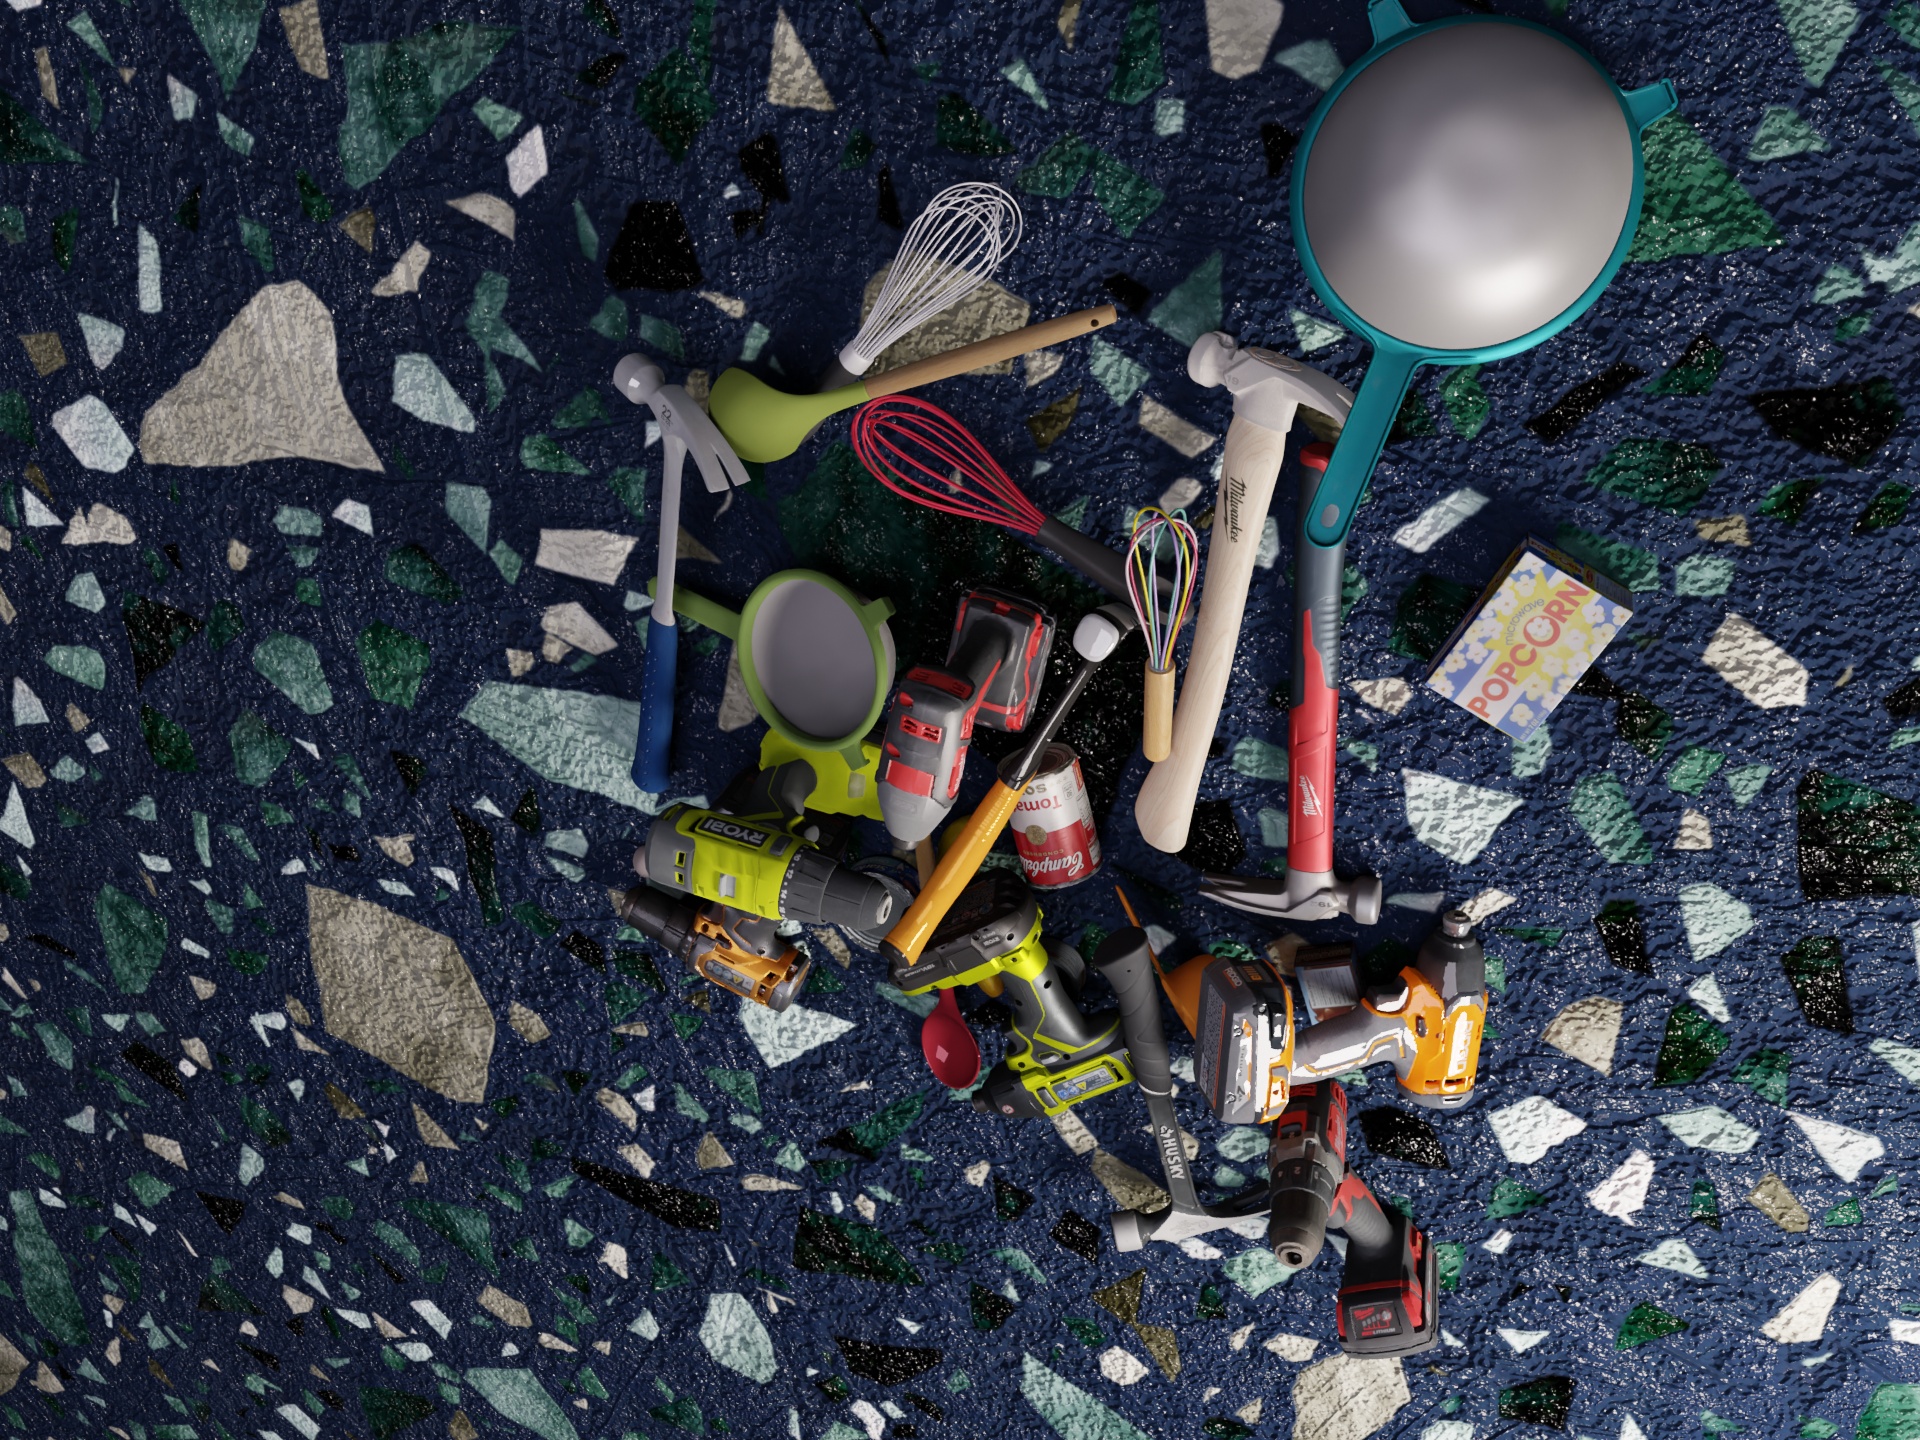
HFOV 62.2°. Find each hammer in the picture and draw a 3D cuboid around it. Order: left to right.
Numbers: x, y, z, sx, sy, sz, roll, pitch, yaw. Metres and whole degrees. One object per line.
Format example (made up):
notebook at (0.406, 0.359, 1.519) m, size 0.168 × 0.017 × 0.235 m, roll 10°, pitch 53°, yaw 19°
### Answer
hammer at (-0.241, -0.090, 1.301) m, size 0.144 × 0.035 × 0.405 m, roll 45°, pitch 140°, yaw 30°
hammer at (0.036, 0.054, 1.220) m, size 0.034 × 0.127 × 0.337 m, roll 37°, pitch 108°, yaw 11°
hammer at (0.171, 0.316, 1.330) m, size 0.149 × 0.036 × 0.408 m, roll -12°, pitch 130°, yaw 5°
hammer at (0.196, -0.067, 1.171) m, size 0.146 × 0.038 × 0.410 m, roll 36°, pitch 133°, yaw 36°
hammer at (0.252, -0.020, 1.202) m, size 0.143 × 0.038 × 0.386 m, roll 6°, pitch 118°, yaw 20°

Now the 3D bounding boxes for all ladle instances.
ladle at (-0.040, -0.252, 1.143) m, size 0.320 × 0.062 × 0.078 m, roll -13°, pitch 129°, yaw 20°
ladle at (-0.018, 0.208, 1.399) m, size 0.069 × 0.031 × 0.315 m, roll 21°, pitch 135°, yaw 32°

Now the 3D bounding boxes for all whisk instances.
whisk at (-0.057, -0.288, 1.170) m, size 0.070 × 0.070 × 0.284 m, roll 45°, pitch 128°, yaw -6°
whisk at (0.045, -0.152, 1.180) m, size 0.296 × 0.073 × 0.073 m, roll 32°, pitch 123°, yaw 9°
whisk at (0.142, -0.058, 1.141) m, size 0.047 × 0.051 × 0.244 m, roll 14°, pitch 141°, yaw 17°

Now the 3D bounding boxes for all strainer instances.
strainer at (-0.147, -0.074, 1.318) m, size 0.256 × 0.069 × 0.151 m, roll 25°, pitch 118°, yaw 28°
strainer at (0.281, -0.265, 0.956) m, size 0.211 × 0.095 × 0.340 m, roll 22°, pitch 98°, yaw 8°

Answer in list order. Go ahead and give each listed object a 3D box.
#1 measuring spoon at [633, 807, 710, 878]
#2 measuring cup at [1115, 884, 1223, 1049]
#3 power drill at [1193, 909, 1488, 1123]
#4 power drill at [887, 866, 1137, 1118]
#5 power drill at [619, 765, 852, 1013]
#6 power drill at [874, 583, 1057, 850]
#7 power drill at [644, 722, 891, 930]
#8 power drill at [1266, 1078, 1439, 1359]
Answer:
measuring spoon at (-0.264, 0.114, 1.478) m, size 0.124 × 0.018 × 0.034 m, roll -35°, pitch 100°, yaw 31°
measuring cup at (0.190, 0.202, 1.322) m, size 0.052 × 0.095 × 0.173 m, roll -29°, pitch 91°, yaw -3°
power drill at (0.305, 0.229, 1.245) m, size 0.226 × 0.084 × 0.164 m, roll -3°, pitch 111°, yaw -12°
power drill at (0.041, 0.244, 1.346) m, size 0.171 × 0.080 × 0.223 m, roll -26°, pitch 116°, yaw 20°
power drill at (-0.207, 0.149, 1.440) m, size 0.185 × 0.084 × 0.226 m, roll 26°, pitch 127°, yaw 4°
power drill at (-0.002, -0.004, 1.197) m, size 0.078 × 0.220 × 0.143 m, roll 19°, pitch 121°, yaw 11°
power drill at (-0.119, 0.082, 1.280) m, size 0.190 × 0.229 × 0.080 m, roll 15°, pitch 121°, yaw 13°
power drill at (0.320, 0.432, 1.329) m, size 0.080 × 0.188 × 0.226 m, roll -20°, pitch 112°, yaw 27°
